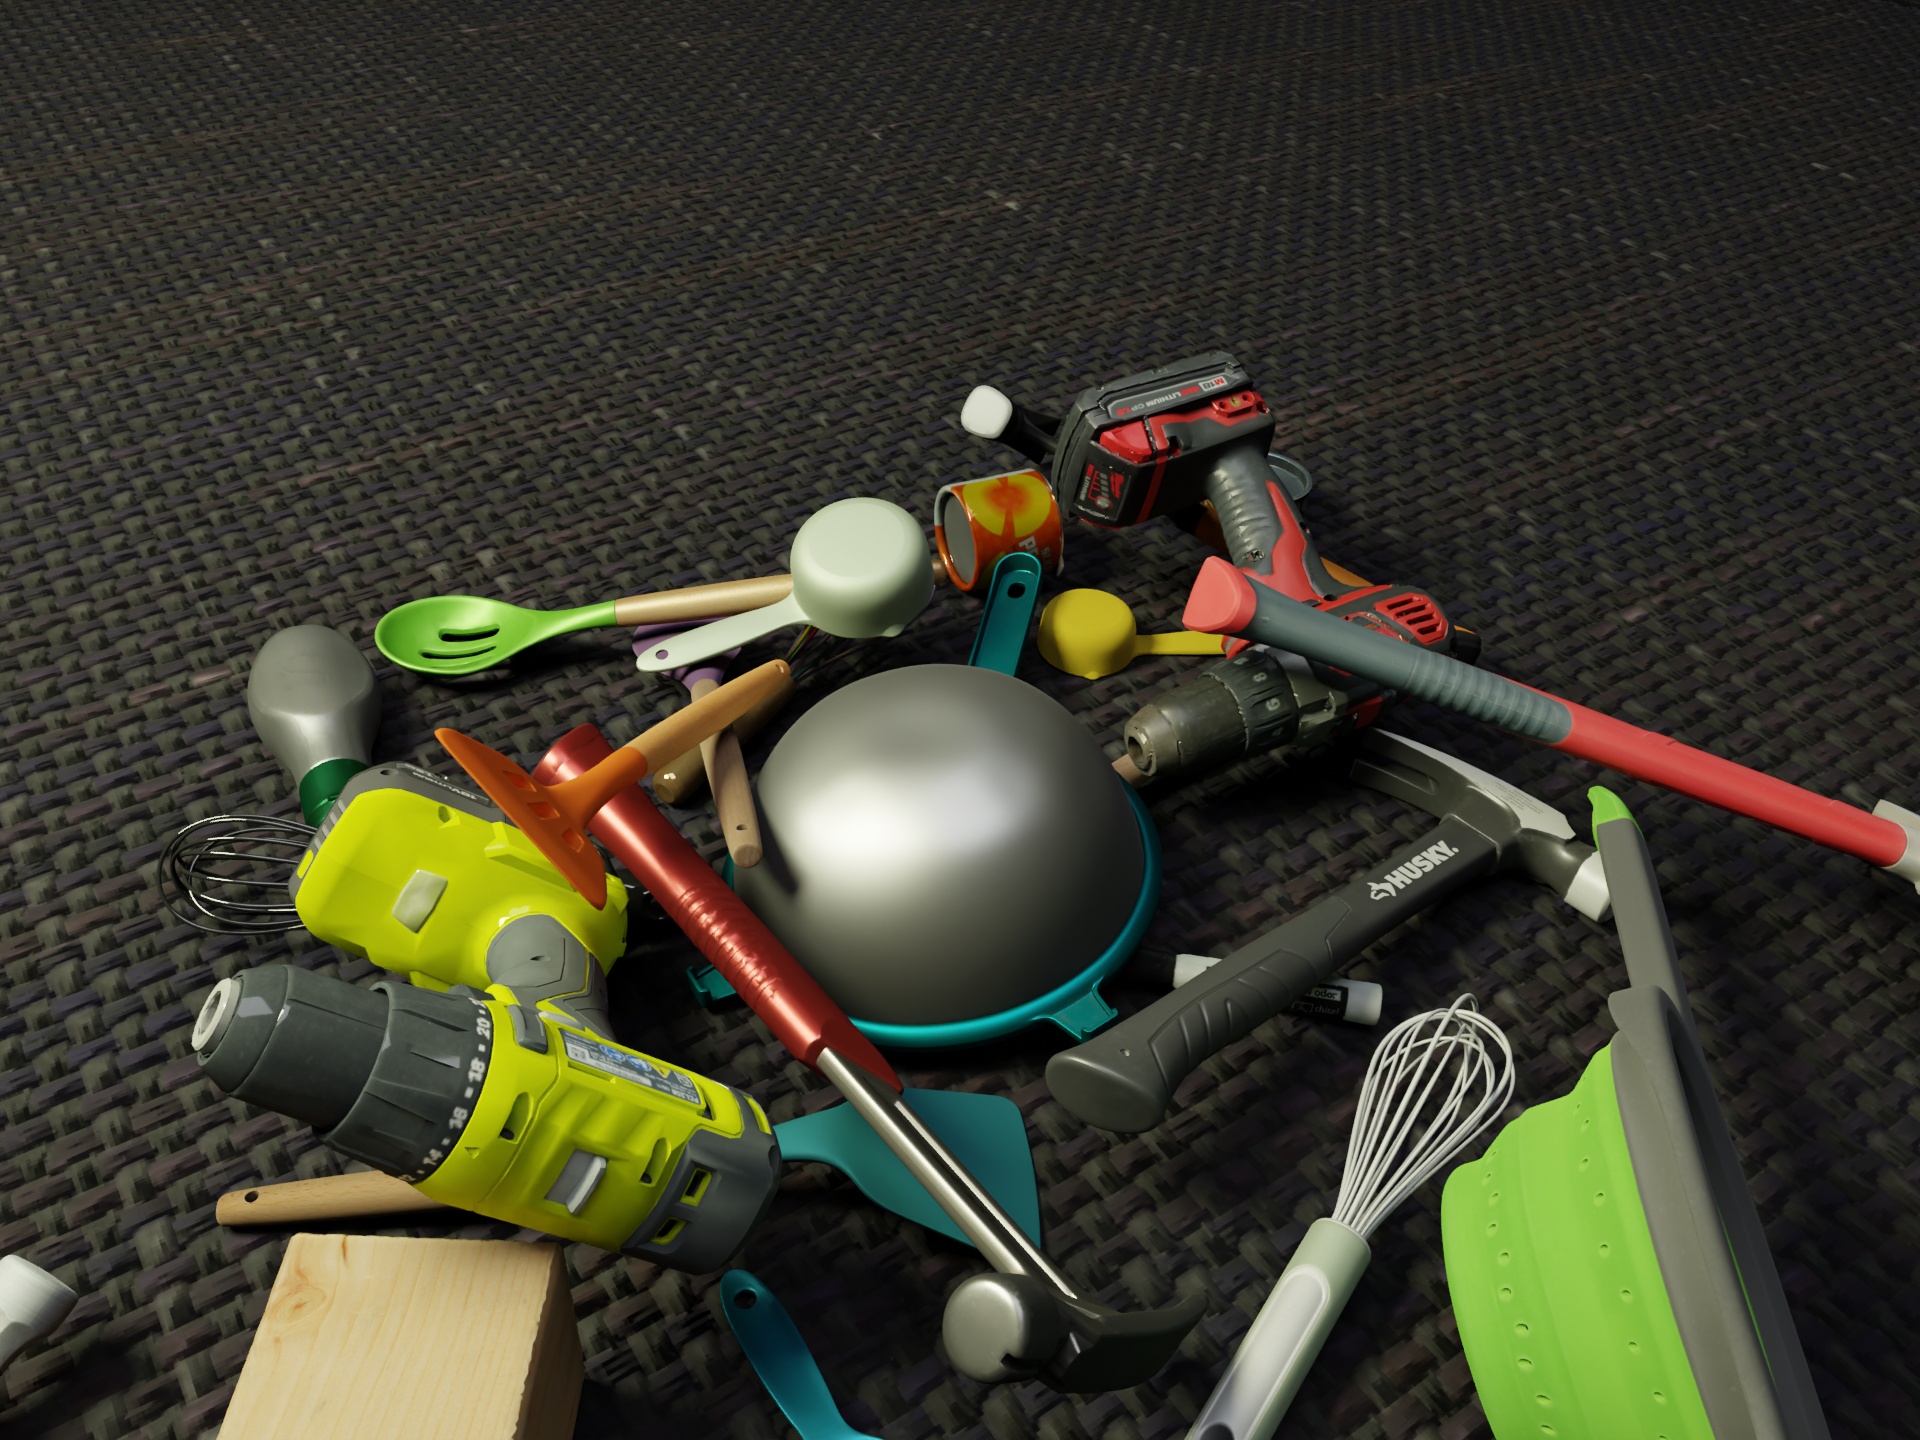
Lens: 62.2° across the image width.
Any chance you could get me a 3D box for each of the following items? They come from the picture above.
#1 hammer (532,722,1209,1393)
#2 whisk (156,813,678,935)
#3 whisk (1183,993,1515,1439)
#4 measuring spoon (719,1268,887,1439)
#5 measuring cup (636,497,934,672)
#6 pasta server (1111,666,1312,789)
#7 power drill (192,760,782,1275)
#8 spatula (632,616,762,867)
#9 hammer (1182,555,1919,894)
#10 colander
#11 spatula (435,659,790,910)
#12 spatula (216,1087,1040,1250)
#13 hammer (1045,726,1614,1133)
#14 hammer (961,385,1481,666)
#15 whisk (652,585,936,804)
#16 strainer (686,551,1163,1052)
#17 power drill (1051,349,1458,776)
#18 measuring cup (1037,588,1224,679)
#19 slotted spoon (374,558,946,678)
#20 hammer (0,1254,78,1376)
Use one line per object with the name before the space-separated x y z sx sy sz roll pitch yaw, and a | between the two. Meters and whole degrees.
hammer | -0.058 0.115 0.622 0.359 0.149 0.036 40 96 34
whisk | -0.243 0.078 0.730 0.239 0.055 0.055 5 40 -6
whisk | 0.152 0.196 0.617 0.058 0.059 0.246 17 45 33
measuring spoon | -0.055 0.247 0.567 0.042 0.021 0.129 -20 36 -24
measuring cup | -0.093 -0.068 0.834 0.167 0.038 0.083 -22 57 -13
pasta server | 0.112 0.019 0.843 0.316 0.040 0.060 -29 50 -28
power drill | -0.181 0.099 0.584 0.190 0.080 0.229 29 6 -31
spatula | -0.128 -0.005 0.799 0.059 0.018 0.316 -10 25 -11
hammer | 0.294 0.003 0.767 0.386 0.038 0.143 21 11 4
colander | 0.242 0.157 0.612 0.094 0.204 0.397 -20 26 24
spatula | -0.123 0.007 0.673 0.081 0.041 0.322 48 19 -2
spatula | -0.128 0.184 0.628 0.317 0.044 0.082 -5 39 -3
hammer | 0.162 0.093 0.715 0.334 0.035 0.146 -22 46 -39
hammer | 0.161 -0.114 0.973 0.337 0.034 0.127 31 12 20
whisk | -0.089 -0.037 0.879 0.051 0.047 0.245 17 45 27
strainer | -0.001 -0.002 0.775 0.211 0.095 0.341 4 43 13
power drill | 0.132 -0.079 0.850 0.188 0.080 0.227 -21 63 -20
measuring cup | 0.123 -0.055 0.925 0.156 0.029 0.062 -2 40 -4
slotted spoon | -0.163 -0.061 0.877 0.314 0.031 0.070 -8 41 2
hammer | -0.243 0.242 0.421 0.331 0.033 0.128 0 49 45
